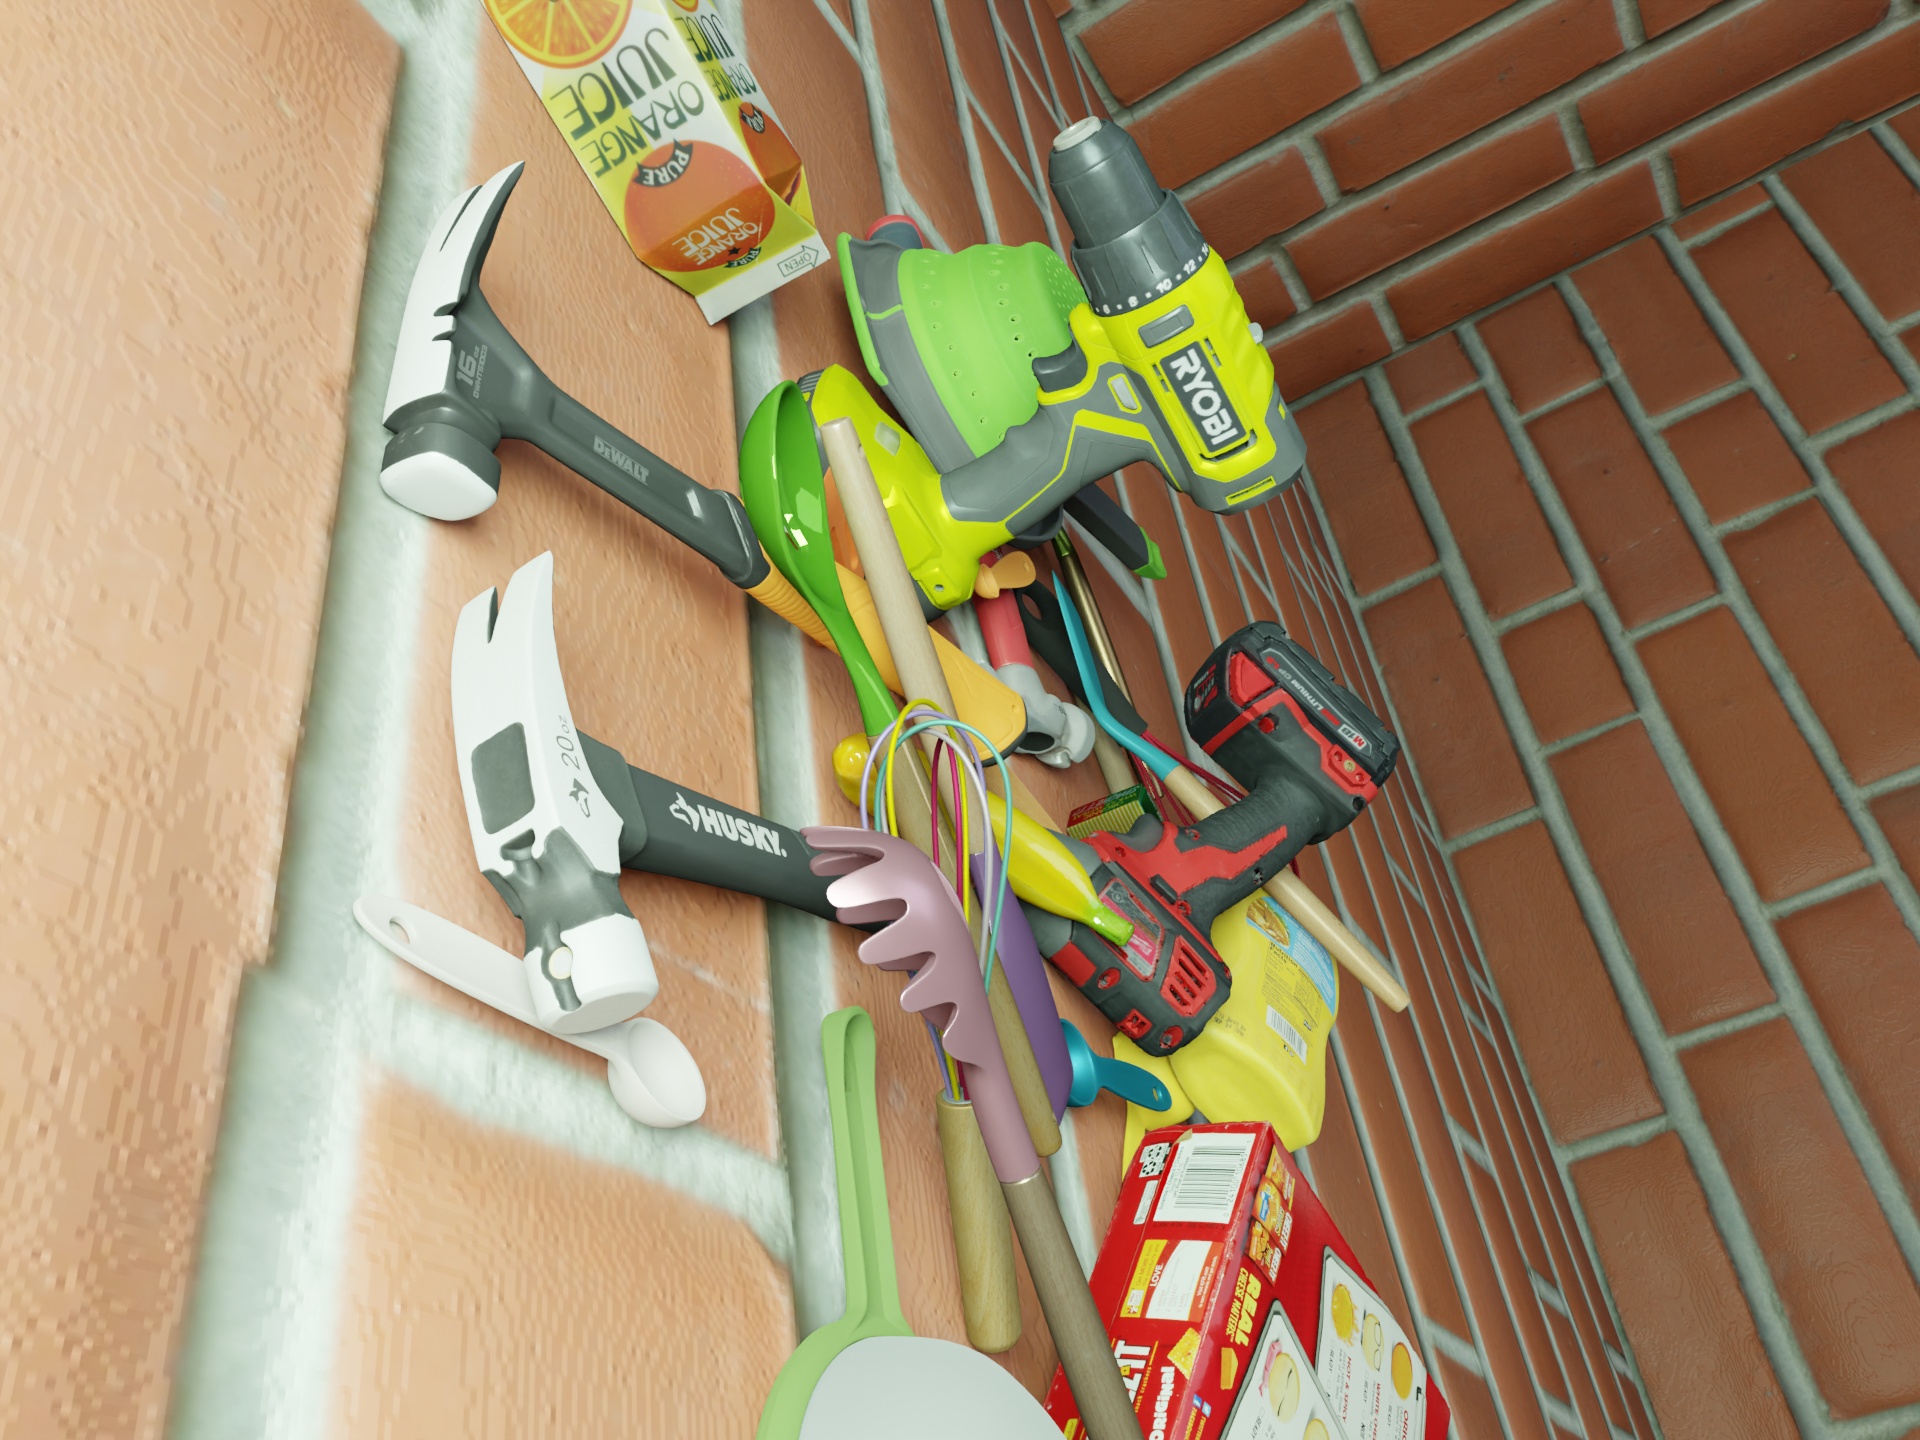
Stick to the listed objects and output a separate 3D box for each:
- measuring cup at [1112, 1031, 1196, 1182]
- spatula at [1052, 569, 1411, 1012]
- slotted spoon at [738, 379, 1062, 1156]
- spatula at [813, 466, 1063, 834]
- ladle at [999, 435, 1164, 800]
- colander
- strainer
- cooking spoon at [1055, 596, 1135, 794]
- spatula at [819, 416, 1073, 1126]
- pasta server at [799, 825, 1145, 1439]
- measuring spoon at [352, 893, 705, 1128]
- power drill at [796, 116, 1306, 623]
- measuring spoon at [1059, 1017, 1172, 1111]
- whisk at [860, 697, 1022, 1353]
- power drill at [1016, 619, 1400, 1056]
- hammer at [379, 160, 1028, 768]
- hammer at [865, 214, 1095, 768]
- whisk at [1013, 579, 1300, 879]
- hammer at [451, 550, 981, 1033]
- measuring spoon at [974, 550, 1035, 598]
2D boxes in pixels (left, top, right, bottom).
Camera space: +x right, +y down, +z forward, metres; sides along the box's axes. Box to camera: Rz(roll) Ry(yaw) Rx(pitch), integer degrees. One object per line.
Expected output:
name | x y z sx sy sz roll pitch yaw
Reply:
measuring cup | 0.102 0.213 0.824 0.062 0.029 0.157 59 19 -18
spatula | 0.149 0.041 0.925 0.318 0.044 0.082 47 1 17
slotted spoon | -0.020 0.027 0.597 0.070 0.031 0.313 -63 133 -72
spatula | -0.001 -0.003 0.792 0.322 0.041 0.081 50 48 -42
ladle | 0.096 -0.098 1.141 0.078 0.062 0.320 -7 76 -64
colander | 0.075 -0.187 1.002 0.396 0.094 0.205 30 40 -54
strainer | -0.002 0.204 0.501 0.151 0.069 0.257 40 33 -51
cooking spoon | 0.114 0.064 1.049 0.068 0.017 0.319 3 65 -59
spatula | -0.001 0.030 0.646 0.060 0.018 0.315 -58 133 -62
pasta server | 0.021 0.176 0.522 0.060 0.040 0.316 -158 -132 -78
measuring spoon | -0.118 0.081 0.435 0.124 0.018 0.034 41 17 -37
power drill | 0.028 -0.156 0.761 0.190 0.228 0.080 56 22 -26
measuring spoon | 0.068 0.178 0.779 0.128 0.021 0.042 33 39 -51
whisk | 0.002 0.111 0.567 0.047 0.051 0.245 -96 179 -78
power drill | 0.119 0.054 0.838 0.143 0.078 0.220 43 62 4
hammer | -0.073 -0.066 0.616 0.336 0.034 0.127 34 48 -48
hammer | -0.010 -0.161 0.962 0.143 0.038 0.387 30 40 -57
whisk | 0.124 0.024 1.025 0.296 0.073 0.073 51 21 -6
hammer | -0.059 0.050 0.576 0.334 0.035 0.146 30 34 -62
measuring spoon | 0.025 -0.081 0.894 0.021 0.011 0.117 65 18 -3
